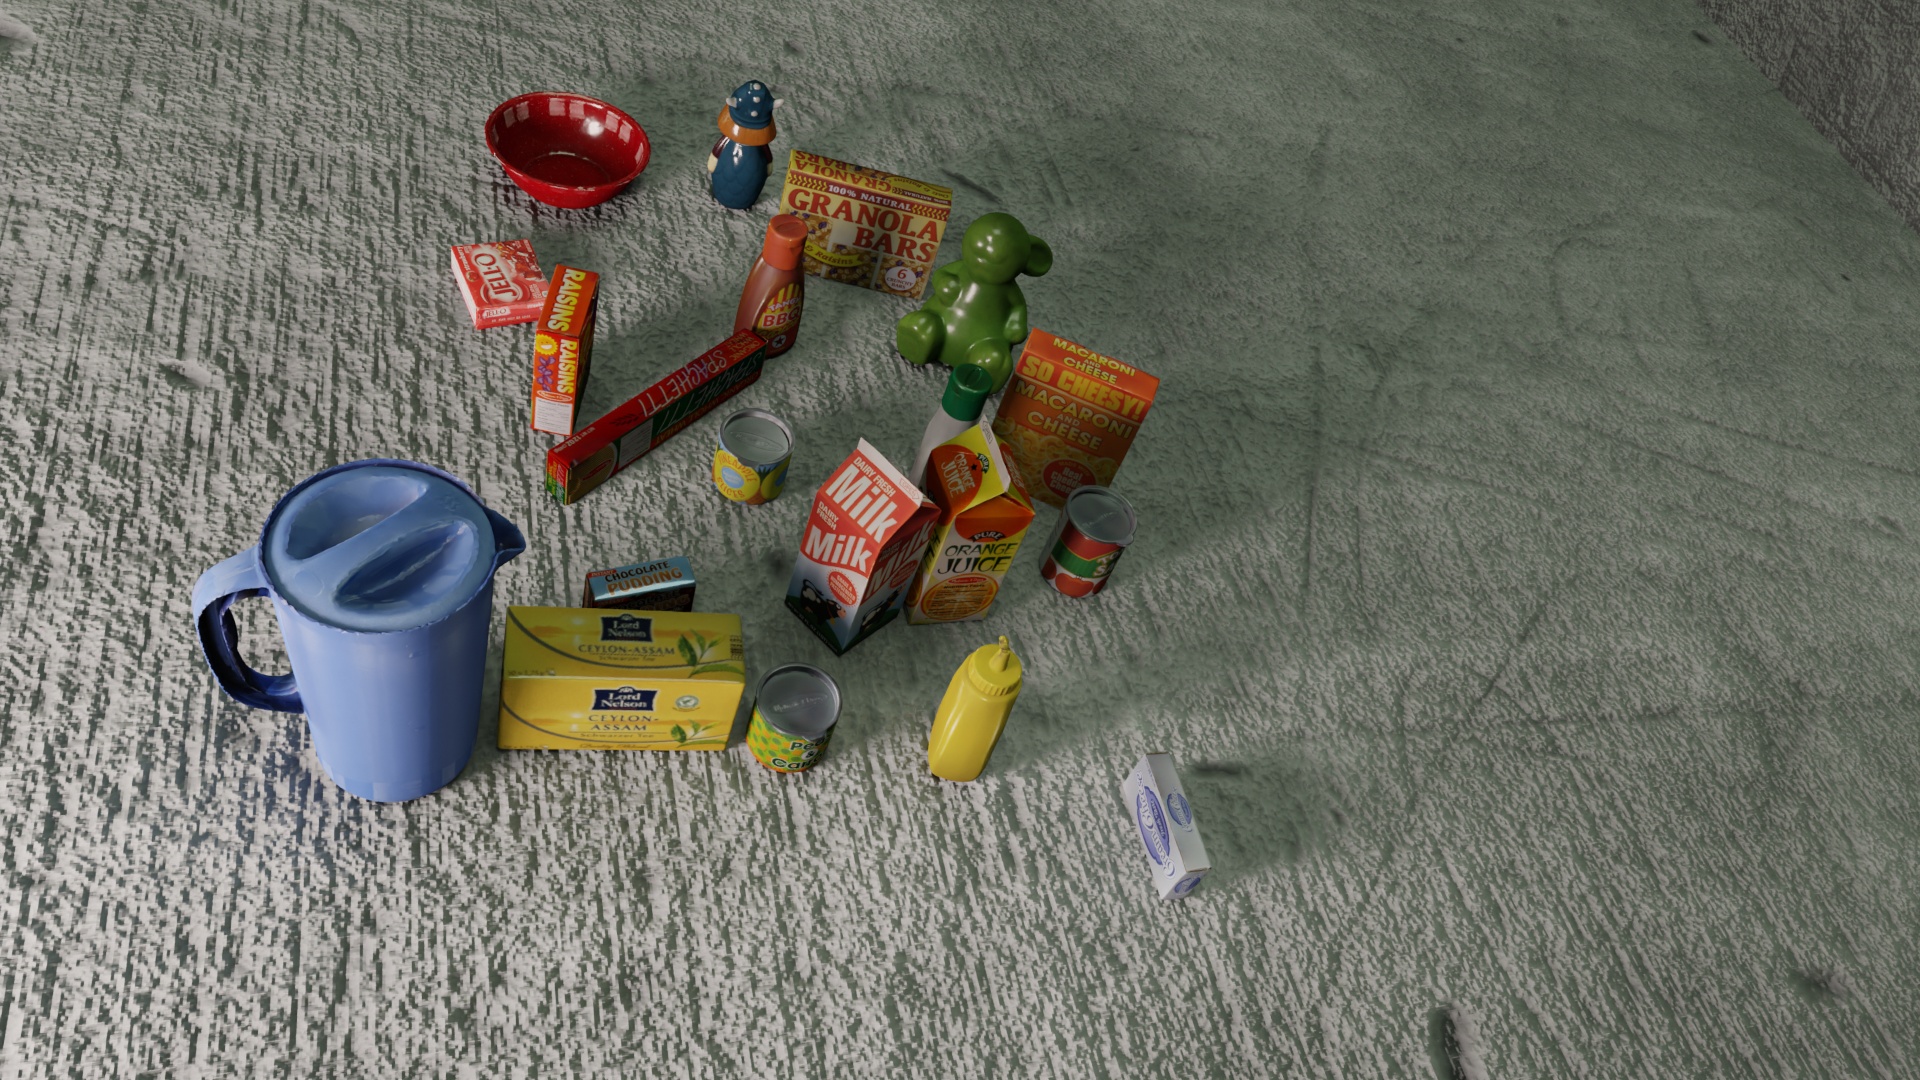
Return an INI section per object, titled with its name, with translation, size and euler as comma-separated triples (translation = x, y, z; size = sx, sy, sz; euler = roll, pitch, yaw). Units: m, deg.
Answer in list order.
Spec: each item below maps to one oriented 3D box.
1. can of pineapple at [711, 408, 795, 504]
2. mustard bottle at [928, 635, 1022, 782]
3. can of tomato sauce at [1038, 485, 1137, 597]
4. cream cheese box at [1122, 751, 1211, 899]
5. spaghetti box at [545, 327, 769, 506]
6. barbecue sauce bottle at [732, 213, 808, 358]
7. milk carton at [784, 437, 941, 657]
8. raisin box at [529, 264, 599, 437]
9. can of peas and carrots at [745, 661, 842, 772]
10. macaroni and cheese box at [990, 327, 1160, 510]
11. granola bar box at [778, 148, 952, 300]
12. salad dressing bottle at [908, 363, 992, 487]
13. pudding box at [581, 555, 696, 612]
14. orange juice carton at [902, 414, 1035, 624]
[can of pineapple]
translation = -0.184, -0.072, 1.223
size = 0.071, 0.057, 0.071
euler = 10, 49, -11
[mustard bottle]
translation = 0.015, 0.123, 1.059
size = 0.049, 0.159, 0.066
euler = 14, 48, -8
[can of tomato sauce]
translation = 0.115, 0.003, 1.247
size = 0.071, 0.082, 0.071
euler = 10, 49, -11
[cream cheese box]
translation = 0.162, 0.225, 1.097
size = 0.024, 0.053, 0.104
euler = -1, 52, -20
[spaghetti box]
translation = -0.265, -0.114, 1.235
size = 0.029, 0.049, 0.251
euler = 37, 49, 13
[barbecue sauce bottle]
translation = -0.174, -0.238, 1.305
size = 0.065, 0.147, 0.044
euler = -25, 63, -34
[milk carton]
translation = -0.076, 0.002, 1.109
size = 0.072, 0.189, 0.074
euler = 42, 51, 17
[raisin box]
translation = -0.342, -0.163, 1.199
size = 0.040, 0.122, 0.086
euler = 11, 49, -10
[can of peas and carrots]
translation = -0.127, 0.138, 1.065
size = 0.071, 0.058, 0.071
euler = 10, 49, -11
[macaroni and cheese box]
translation = 0.095, -0.105, 1.275
size = 0.124, 0.165, 0.040
euler = 22, 48, -1
[granola bar box]
translation = -0.103, -0.319, 1.414
size = 0.166, 0.123, 0.039
euler = 11, 49, -10
[salad dressing bottle]
translation = -0.009, -0.094, 1.242
size = 0.044, 0.146, 0.064
euler = 28, 48, 5
[pudding box]
translation = -0.255, 0.043, 1.106
size = 0.084, 0.049, 0.030
euler = -10, 55, -26
[orange juice carton]
translation = 0.004, -0.014, 1.149
size = 0.073, 0.191, 0.072
euler = -3, 53, -22
